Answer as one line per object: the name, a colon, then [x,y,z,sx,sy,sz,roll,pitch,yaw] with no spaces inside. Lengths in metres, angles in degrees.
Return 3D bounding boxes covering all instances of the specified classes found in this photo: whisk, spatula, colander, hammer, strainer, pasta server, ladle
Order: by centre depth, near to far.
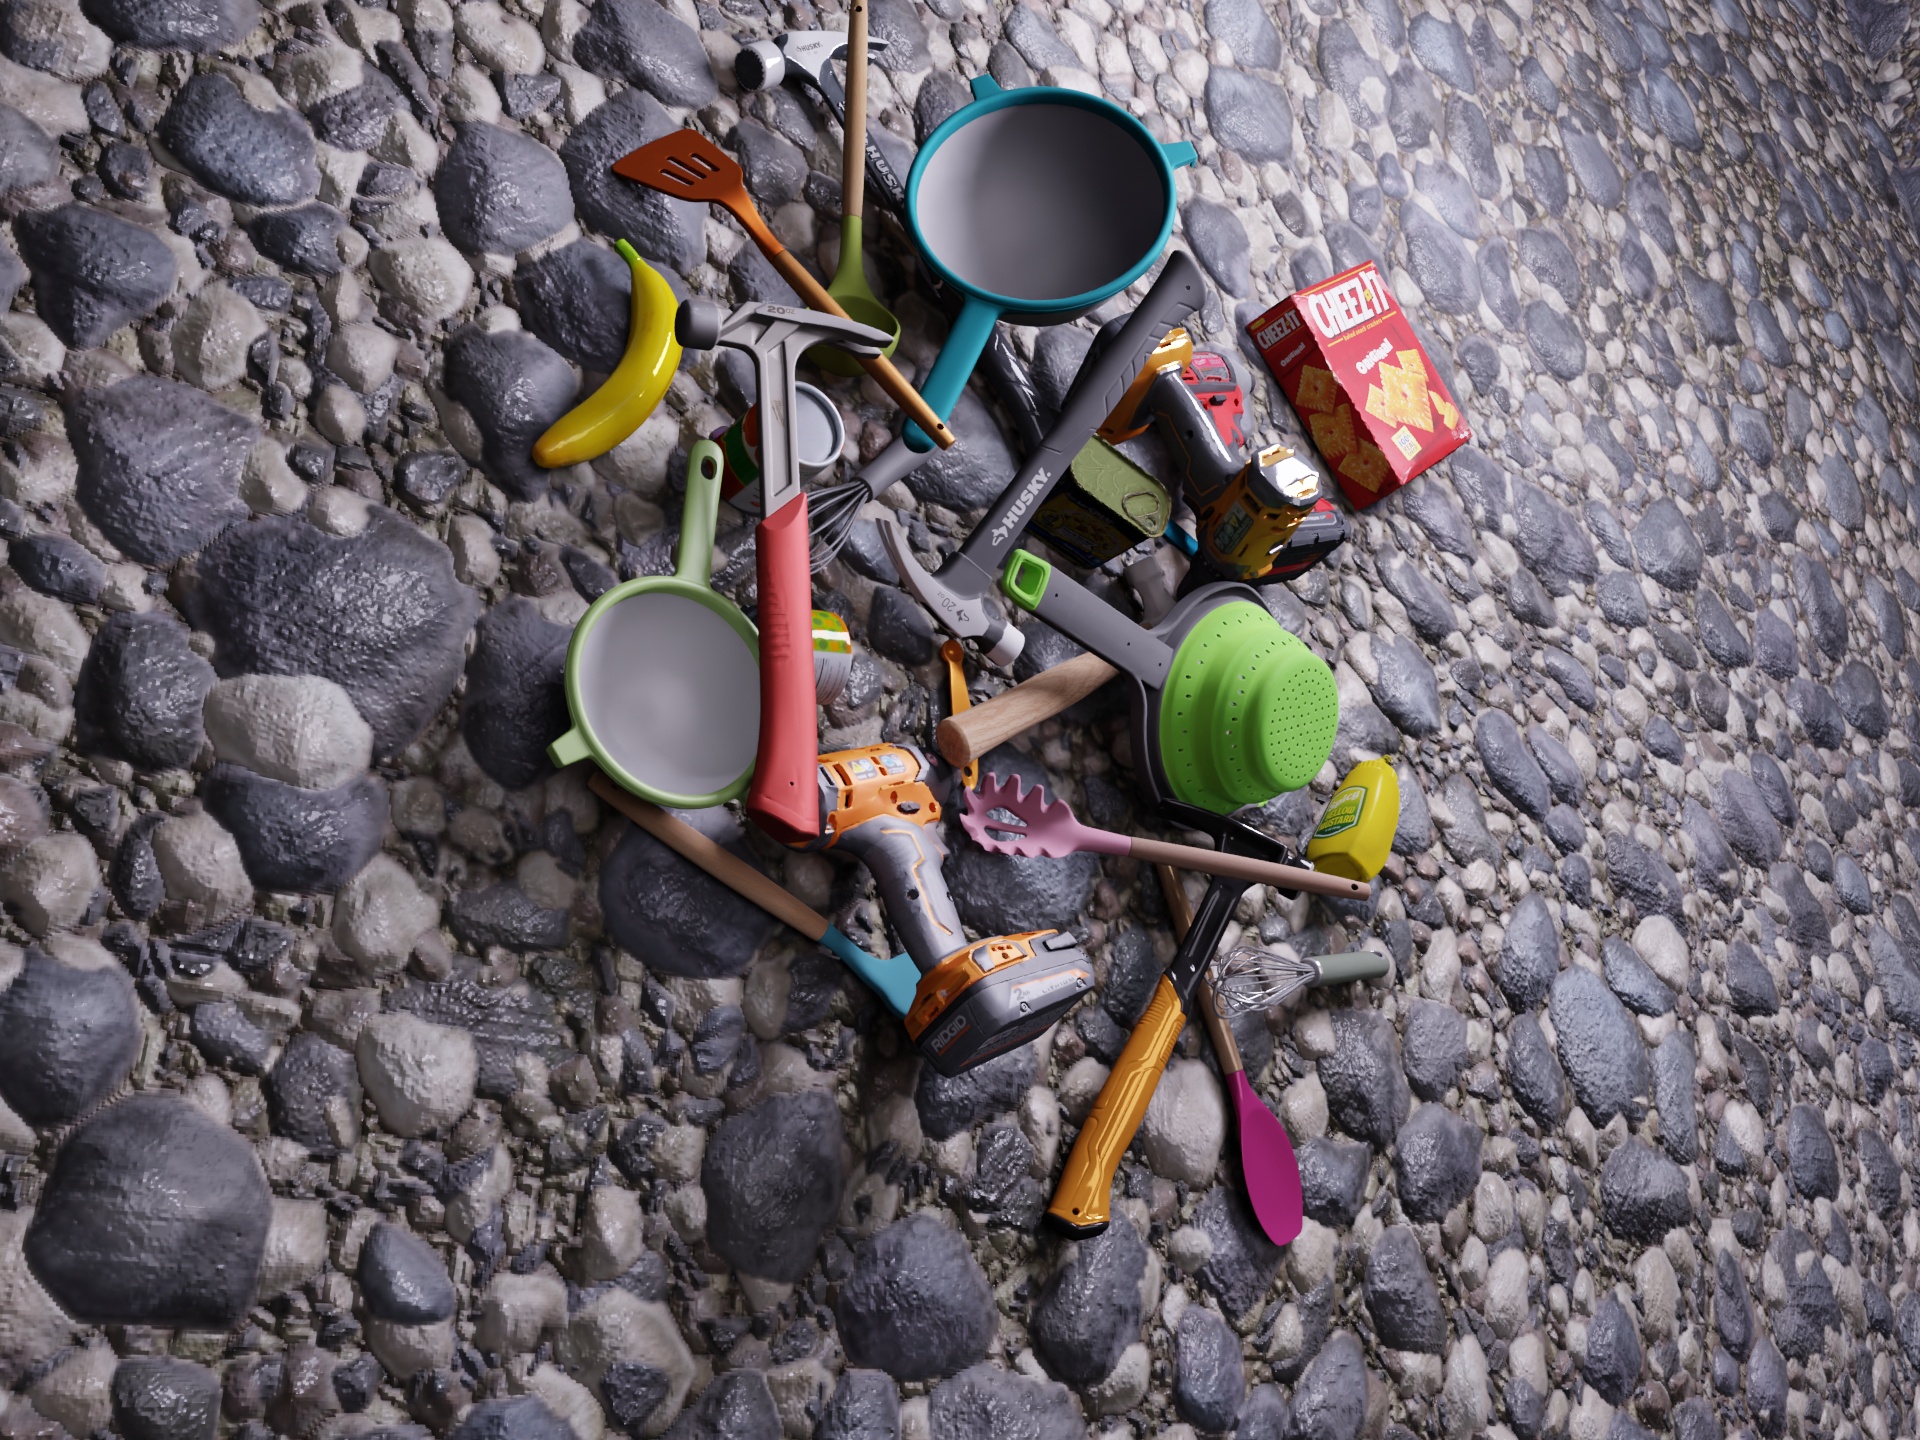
hammer: [-0.106,-0.100,1.031,0.149,0.036,0.359,3,74,-27]
strainer: [-0.190,-0.060,1.031,0.151,0.069,0.257,18,63,-33]
spatula: [-0.105,0.119,1.045,0.317,0.044,0.082,36,38,-19]
spatula: [-0.119,-0.315,1.162,0.322,0.041,0.081,48,59,1]
hammer: [0.140,0.217,1.163,0.127,0.034,0.337,26,66,8]
pasta server: [0.153,0.097,1.176,0.316,0.040,0.060,11,69,-4]
whisk: [-0.072,-0.174,1.182,0.055,0.055,0.239,52,47,-9]
hammer: [0.074,-0.214,1.194,0.146,0.035,0.335,38,86,-24]
colander: [0.182,-0.032,1.204,0.396,0.094,0.204,28,79,-44]
hammer: [0.090,-0.030,1.224,0.331,0.031,0.130,-28,95,-49]
ladle: [-0.082,-0.416,1.224,0.078,0.062,0.320,2,81,-6]
strainer: [0.037,-0.335,1.248,0.211,0.095,0.340,22,73,10]
whisk: [0.278,0.206,1.289,0.246,0.058,0.059,3,105,-45]
hammer: [-0.022,-0.386,1.308,0.149,0.036,0.409,-37,97,-41]

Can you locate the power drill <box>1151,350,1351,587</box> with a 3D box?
power drill: [0.246,-0.232,1.411,0.143,0.078,0.220,-13,70,-39]

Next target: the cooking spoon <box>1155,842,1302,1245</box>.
cooking spoon: [0.205,0.249,1.244,0.068,0.017,0.319,-9,79,-46]

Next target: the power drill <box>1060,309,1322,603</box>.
power drill: [0.182,-0.206,1.322,0.084,0.185,0.226,-26,70,-32]

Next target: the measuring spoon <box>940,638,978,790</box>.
measuring spoon: [-0.002,-0.004,1.194,0.021,0.011,0.117,3,75,-41]

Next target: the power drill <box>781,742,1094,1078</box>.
power drill: [-0.013,0.110,1.060,0.164,0.084,0.227,-11,59,-49]

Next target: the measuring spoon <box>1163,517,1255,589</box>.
measuring spoon: [0.216,-0.150,1.403,0.128,0.021,0.042,36,55,-20]
